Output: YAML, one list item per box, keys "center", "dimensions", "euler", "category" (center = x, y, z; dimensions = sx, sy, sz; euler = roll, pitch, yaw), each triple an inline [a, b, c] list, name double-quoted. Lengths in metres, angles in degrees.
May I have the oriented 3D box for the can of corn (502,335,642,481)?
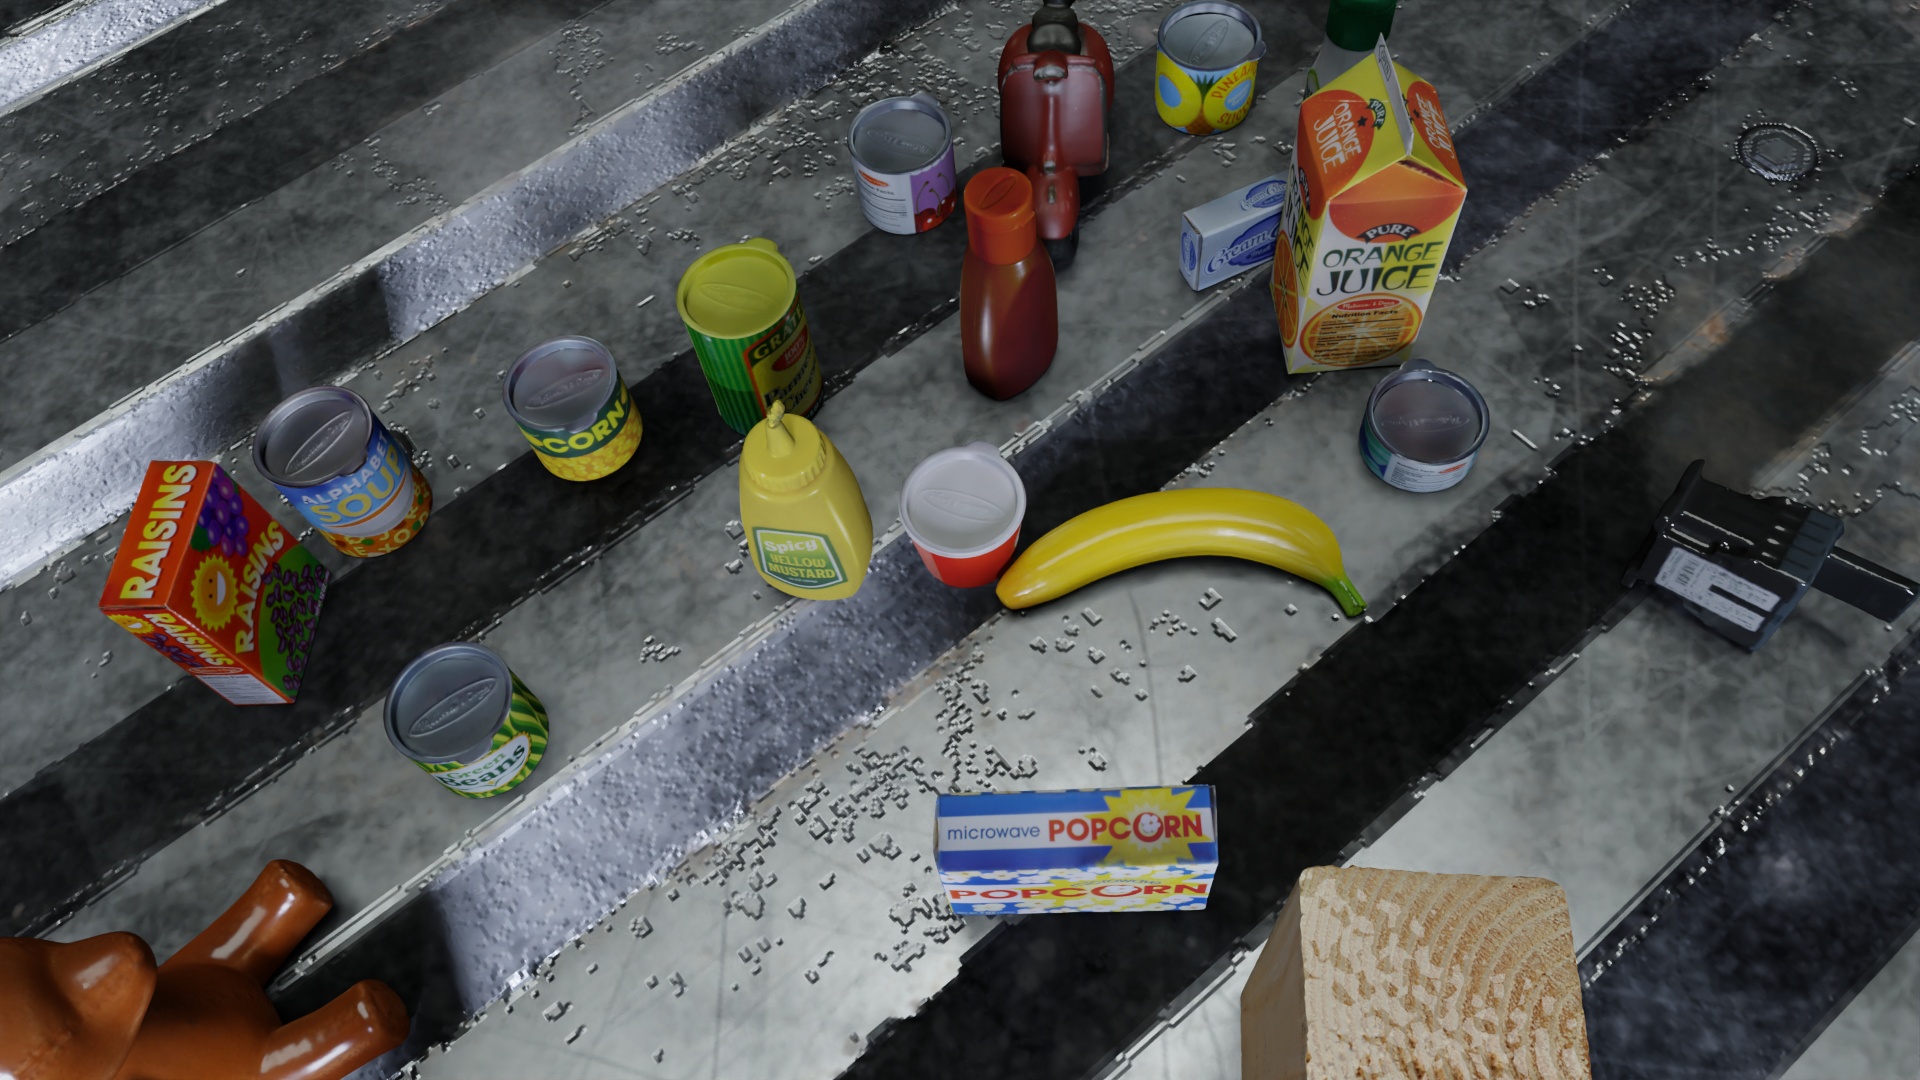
- center: [-0.225, -0.075, 0.815]
  dimensions: [0.071, 0.058, 0.071]
  euler: [-2, 61, 4]
  category: "can of corn"

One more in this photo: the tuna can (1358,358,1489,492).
- center: [0.259, -0.064, 0.780]
  dimensions: [0.071, 0.032, 0.071]
  euler: [-2, 61, 4]
  category: "tuna can"

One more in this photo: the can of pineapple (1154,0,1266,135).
- center: [0.163, -0.309, 0.912]
  dimensions: [0.071, 0.057, 0.071]
  euler: [-2, 61, 4]
  category: "can of pineapple"

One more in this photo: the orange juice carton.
- center: [0.219, -0.176, 0.755]
  dimensions: [0.073, 0.191, 0.072]
  euler: [-5, 61, 3]
  category: "orange juice carton"

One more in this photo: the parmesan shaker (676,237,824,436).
- center: [-0.117, -0.115, 0.802]
  dimensions: [0.071, 0.102, 0.071]
  euler: [-2, 61, 4]
  category: "parmesan shaker"

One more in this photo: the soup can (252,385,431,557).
- center: [-0.347, -0.036, 0.790]
  dimensions: [0.071, 0.083, 0.071]
  euler: [-2, 61, 4]
  category: "soup can"

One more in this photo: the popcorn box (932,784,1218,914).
- center: [0.054, 0.146, 0.651]
  dimensions: [0.127, 0.085, 0.038]
  euler: [-3, 61, 4]
  category: "popcorn box"

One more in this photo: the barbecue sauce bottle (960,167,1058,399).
- center: [0.026, -0.144, 0.780]
  dimensions: [0.044, 0.148, 0.065]
  euler: [34, 69, 21]
  category: "barbecue sauce bottle"

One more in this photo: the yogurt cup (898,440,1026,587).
- center: [0.003, -0.010, 0.761]
  dimensions: [0.072, 0.053, 0.073]
  euler: [-2, 61, 4]
  category: "yogurt cup"

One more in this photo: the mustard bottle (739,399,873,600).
- center: [-0.084, -0.022, 0.715]
  dimensions: [0.065, 0.159, 0.049]
  euler: [5, 62, 8]
  category: "mustard bottle"

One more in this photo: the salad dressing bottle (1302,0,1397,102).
- center: [0.233, -0.279, 0.838]
  dimensions: [0.044, 0.147, 0.064]
  euler: [-9, 61, 0]
  category: "salad dressing bottle"

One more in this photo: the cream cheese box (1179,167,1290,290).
- center: [0.184, -0.194, 0.848]
  dimensions: [0.104, 0.053, 0.024]
  euler: [-24, 62, -8]
  category: "cream cheese box"

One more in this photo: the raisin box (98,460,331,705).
- center: [-0.391, 0.025, 0.737]
  dimensions: [0.040, 0.123, 0.086]
  euler: [0, 61, 5]
  category: "raisin box"

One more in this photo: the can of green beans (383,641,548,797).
- center: [-0.256, 0.094, 0.723]
  dimensions: [0.071, 0.057, 0.071]
  euler: [-2, 61, 4]
  category: "can of green beans"

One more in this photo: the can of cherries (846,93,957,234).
- center: [-0.034, -0.242, 0.892]
  dimensions: [0.071, 0.058, 0.072]
  euler: [-2, 61, 4]
  category: "can of cherries"
